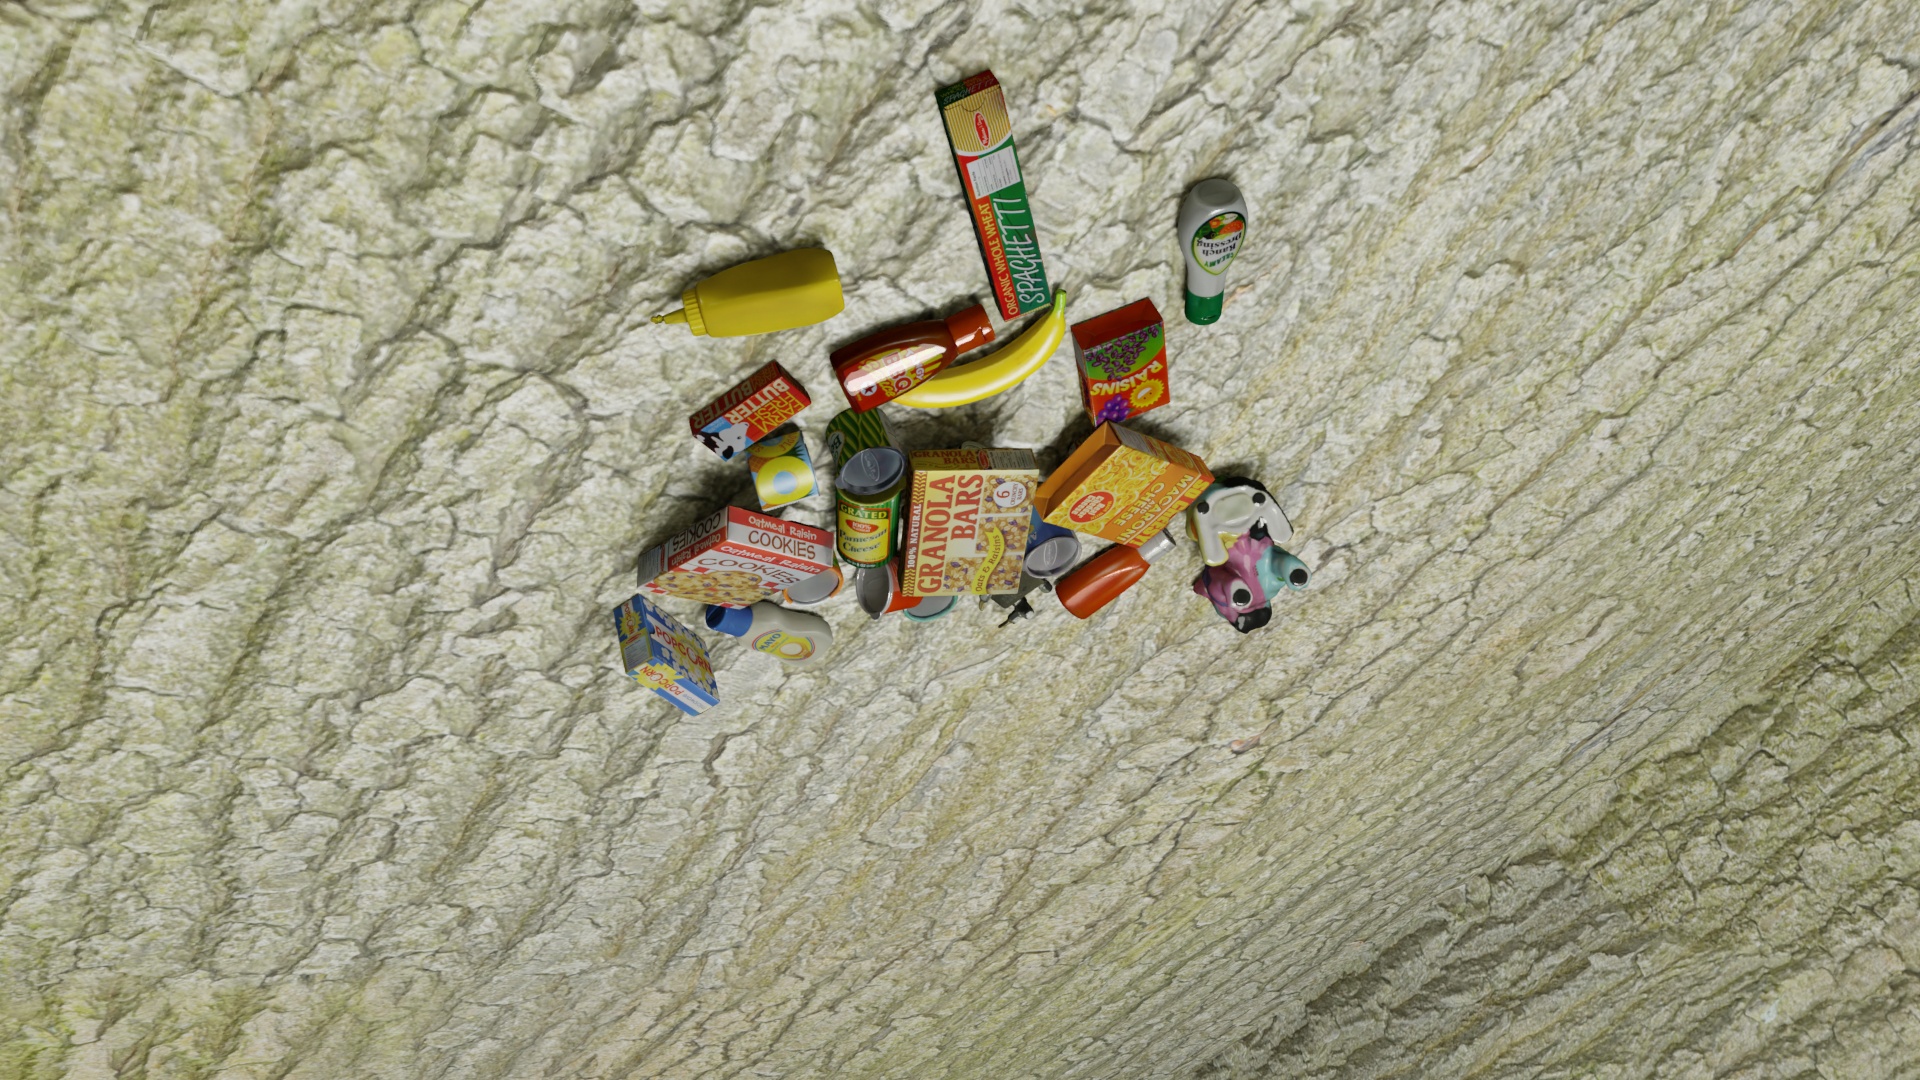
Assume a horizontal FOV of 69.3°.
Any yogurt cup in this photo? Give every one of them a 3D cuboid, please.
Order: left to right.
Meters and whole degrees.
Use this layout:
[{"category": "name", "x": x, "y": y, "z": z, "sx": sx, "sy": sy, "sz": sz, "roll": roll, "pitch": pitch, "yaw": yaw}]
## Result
[{"category": "yogurt cup", "x": -0.075, "y": 0.047, "z": 1.517, "sx": 0.054, "sy": 0.072, "sz": 0.072, "roll": -1, "pitch": 139, "yaw": -38}]

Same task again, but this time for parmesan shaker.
[{"category": "parmesan shaker", "x": -0.091, "y": -0.026, "z": 1.411, "sx": 0.071, "sy": 0.071, "sz": 0.102, "roll": -12, "pitch": 142, "yaw": -14}]

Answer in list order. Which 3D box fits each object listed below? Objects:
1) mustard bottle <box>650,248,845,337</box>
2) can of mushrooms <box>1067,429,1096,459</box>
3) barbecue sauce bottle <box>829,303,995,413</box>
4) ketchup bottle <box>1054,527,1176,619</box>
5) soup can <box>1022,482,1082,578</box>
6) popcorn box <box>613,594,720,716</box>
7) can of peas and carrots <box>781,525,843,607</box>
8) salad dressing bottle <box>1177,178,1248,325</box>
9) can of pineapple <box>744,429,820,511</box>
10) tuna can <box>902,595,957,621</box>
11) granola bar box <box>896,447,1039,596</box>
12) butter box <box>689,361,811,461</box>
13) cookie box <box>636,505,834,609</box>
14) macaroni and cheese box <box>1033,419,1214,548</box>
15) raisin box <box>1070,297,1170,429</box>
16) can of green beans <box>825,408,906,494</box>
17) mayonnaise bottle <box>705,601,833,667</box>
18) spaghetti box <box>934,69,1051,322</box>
[{"category": "mustard bottle", "x": -0.179, "y": -0.201, "z": 1.161, "sx": 0.160, "sy": 0.065, "sz": 0.048, "roll": -13, "pitch": 137, "yaw": -3}, {"category": "can of mushrooms", "x": 0.150, "y": -0.089, "z": 1.491, "sx": 0.071, "sy": 0.033, "sz": 0.070, "roll": -14, "pitch": 143, "yaw": -11}, {"category": "barbecue sauce bottle", "x": -0.042, "y": -0.173, "z": 1.279, "sx": 0.148, "sy": 0.044, "sz": 0.064, "roll": -24, "pitch": 131, "yaw": 0}, {"category": "ketchup bottle", "x": 0.187, "y": 0.035, "z": 1.653, "sx": 0.148, "sy": 0.044, "sz": 0.064, "roll": -36, "pitch": 142, "yaw": 17}, {"category": "soup can", "x": 0.084, "y": -0.011, "z": 1.510, "sx": 0.071, "sy": 0.084, "sz": 0.071, "roll": -14, "pitch": 142, "yaw": -11}, {"category": "popcorn box", "x": -0.310, "y": 0.123, "z": 1.468, "sx": 0.038, "sy": 0.085, "sz": 0.126, "roll": -29, "pitch": 143, "yaw": 10}, {"category": "can of peas and carrots", "x": -0.160, "y": 0.026, "z": 1.449, "sx": 0.071, "sy": 0.059, "sz": 0.070, "roll": -15, "pitch": 142, "yaw": -12}, {"category": "salad dressing bottle", "x": 0.234, "y": -0.268, "z": 1.306, "sx": 0.064, "sy": 0.044, "sz": 0.146, "roll": -15, "pitch": 143, "yaw": -8}, {"category": "can of pineapple", "x": -0.171, "y": -0.068, "z": 1.324, "sx": 0.058, "sy": 0.071, "sz": 0.070, "roll": -17, "pitch": 143, "yaw": -8}, {"category": "tuna can", "x": -0.036, "y": 0.061, "z": 1.578, "sx": 0.071, "sy": 0.033, "sz": 0.070, "roll": -14, "pitch": 142, "yaw": -11}, {"category": "granola bar box", "x": 0.005, "y": -0.017, "z": 1.388, "sx": 0.124, "sy": 0.039, "sz": 0.164, "roll": -1, "pitch": 131, "yaw": -11}, {"category": "butter box", "x": -0.194, "y": -0.119, "z": 1.282, "sx": 0.103, "sy": 0.024, "sz": 0.053, "roll": -32, "pitch": 143, "yaw": 13}, {"category": "cookie box", "x": -0.224, "y": 0.019, "z": 1.374, "sx": 0.123, "sy": 0.040, "sz": 0.167, "roll": 15, "pitch": 153, "yaw": -39}, {"category": "macaroni and cheese box", "x": 0.175, "y": -0.055, "z": 1.481, "sx": 0.166, "sy": 0.040, "sz": 0.123, "roll": 15, "pitch": 130, "yaw": -44}, {"category": "raisin box", "x": 0.162, "y": -0.174, "z": 1.387, "sx": 0.086, "sy": 0.040, "sz": 0.122, "roll": -21, "pitch": 144, "yaw": -4}, {"category": "can of green beans", "x": -0.092, "y": -0.087, "z": 1.345, "sx": 0.071, "sy": 0.058, "sz": 0.071, "roll": -14, "pitch": 142, "yaw": -11}, {"category": "mayonnaise bottle", "x": -0.212, "y": 0.098, "z": 1.524, "sx": 0.064, "sy": 0.041, "sz": 0.148, "roll": -40, "pitch": 140, "yaw": 24}, {"category": "spaghetti box", "x": 0.032, "y": -0.287, "z": 1.190, "sx": 0.050, "sy": 0.029, "sz": 0.249, "roll": -22, "pitch": 143, "yaw": -1}]
